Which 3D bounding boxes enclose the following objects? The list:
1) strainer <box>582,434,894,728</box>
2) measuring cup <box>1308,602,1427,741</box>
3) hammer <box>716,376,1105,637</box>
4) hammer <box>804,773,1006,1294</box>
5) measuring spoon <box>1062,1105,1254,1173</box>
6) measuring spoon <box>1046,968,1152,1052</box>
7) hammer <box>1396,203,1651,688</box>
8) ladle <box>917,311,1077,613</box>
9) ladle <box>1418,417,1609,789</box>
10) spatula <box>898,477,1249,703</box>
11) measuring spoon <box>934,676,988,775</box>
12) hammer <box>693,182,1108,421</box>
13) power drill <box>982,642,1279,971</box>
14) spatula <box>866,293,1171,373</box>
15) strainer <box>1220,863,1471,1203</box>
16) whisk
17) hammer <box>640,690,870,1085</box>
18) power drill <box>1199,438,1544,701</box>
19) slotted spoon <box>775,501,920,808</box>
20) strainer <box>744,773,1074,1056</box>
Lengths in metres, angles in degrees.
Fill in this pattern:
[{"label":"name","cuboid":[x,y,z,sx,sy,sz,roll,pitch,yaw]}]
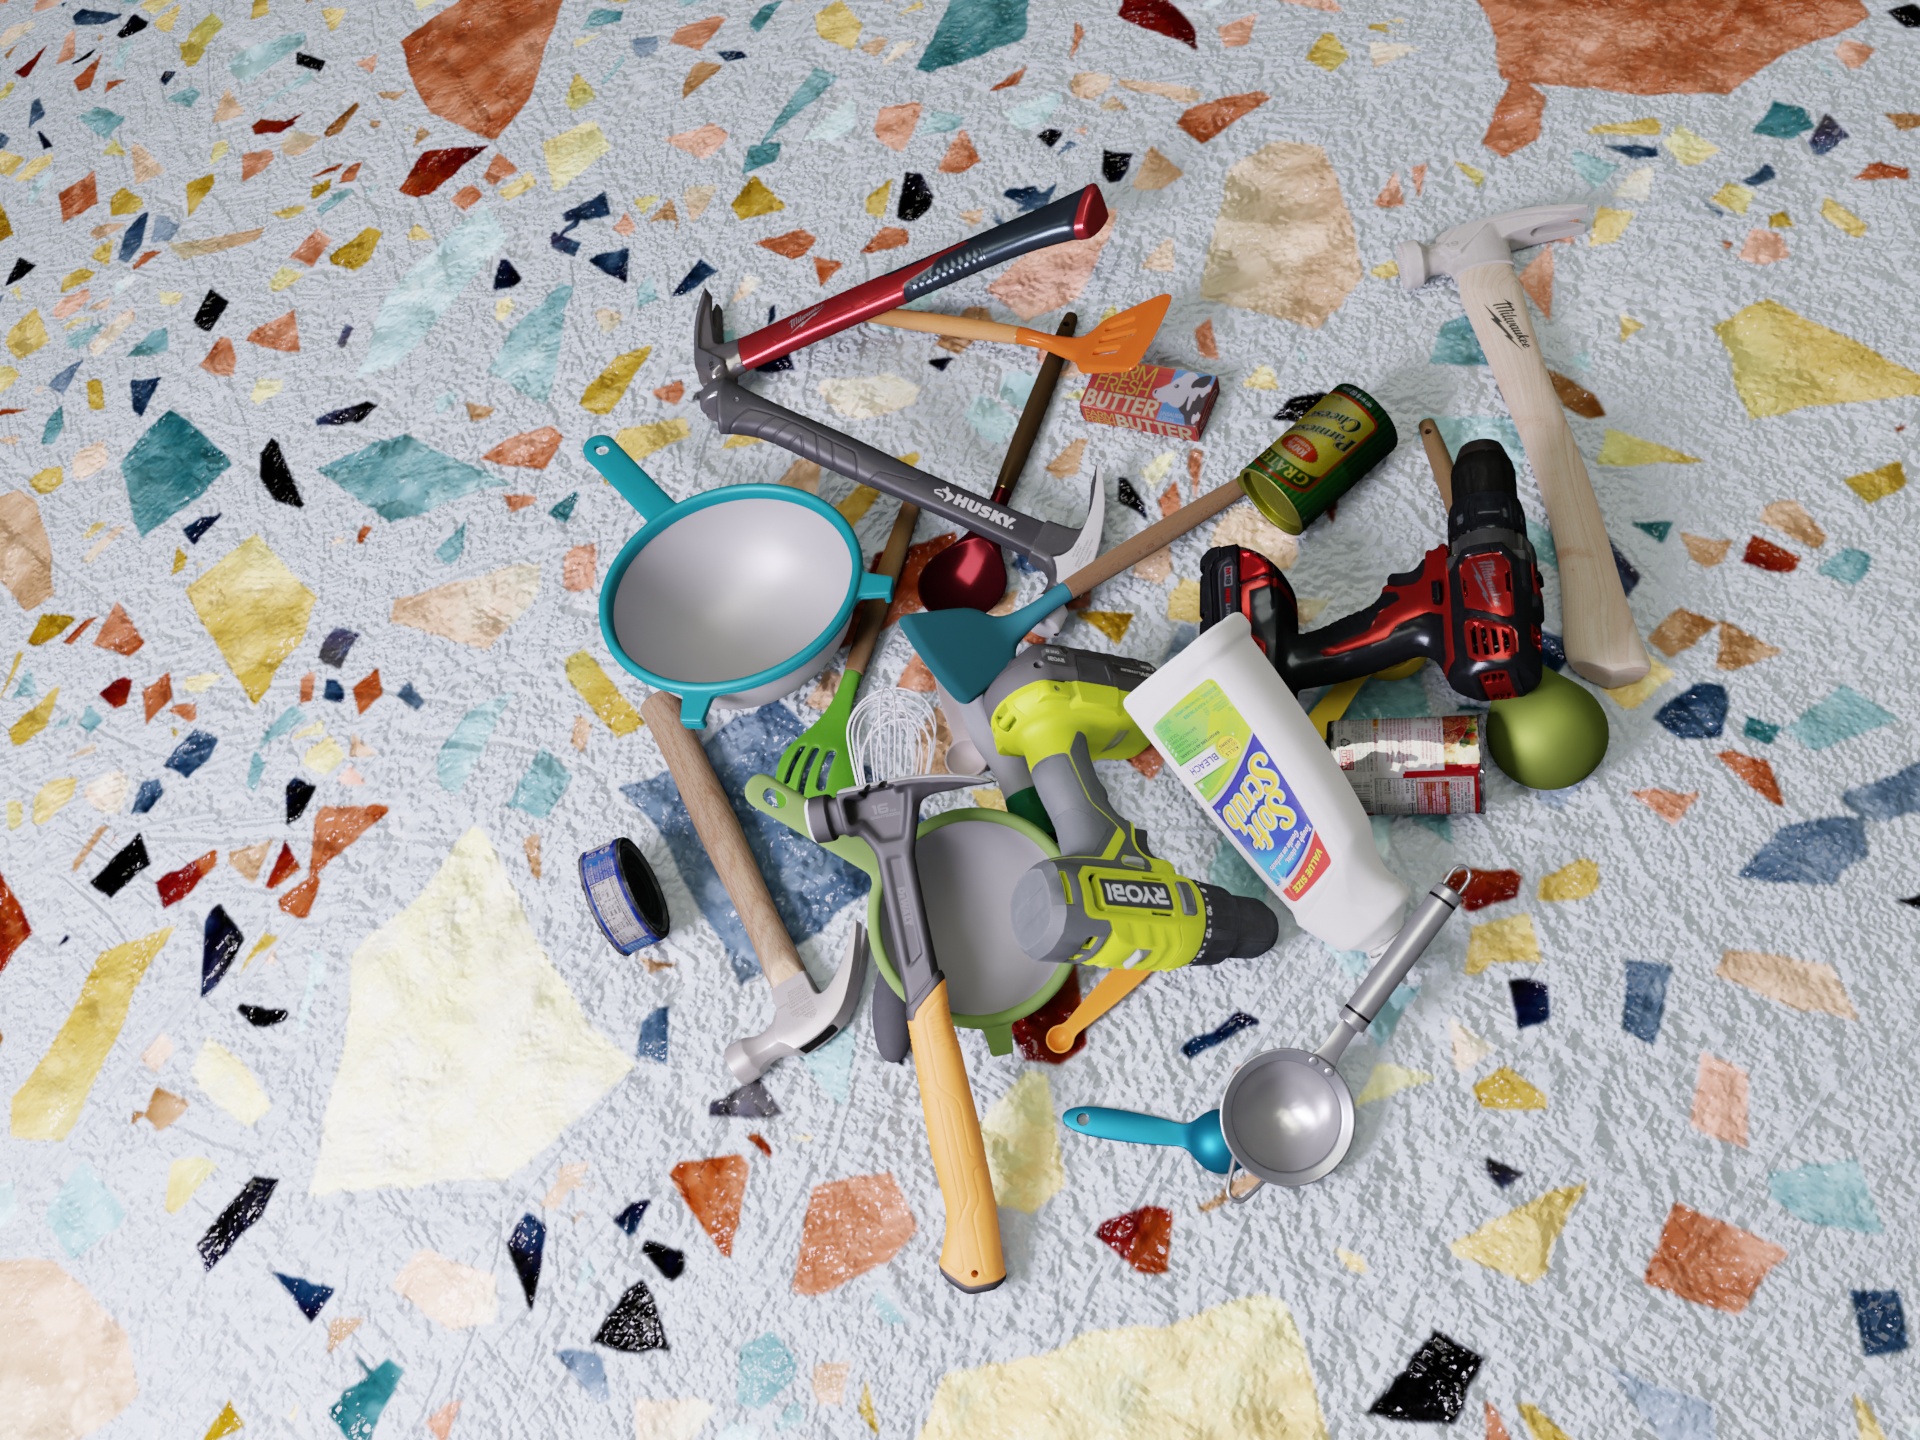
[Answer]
[{"label":"strainer","cuboid":[-0.210,-0.119,1.302,0.211,0.095,0.341,-36,55,-14]},{"label":"measuring cup","cuboid":[0.280,-0.016,1.143,0.062,0.029,0.156,38,93,37]},{"label":"hammer","cuboid":[-0.044,-0.194,1.259,0.335,0.035,0.146,25,68,6]},{"label":"hammer","cuboid":[-0.010,0.203,1.040,0.127,0.034,0.337,-12,87,10]},{"label":"measuring spoon","cuboid":[0.128,0.269,1.047,0.128,0.021,0.042,4,66,18]},{"label":"measuring spoon","cuboid":[0.105,0.189,1.103,0.117,0.011,0.021,-42,59,-9]},{"label":"hammer","cuboid":[0.443,-0.213,1.179,0.146,0.038,0.411,-12,63,10]},{"label":"ladle","cuboid":[0.042,-0.210,1.305,0.069,0.031,0.315,17,69,11]},{"label":"ladle","cuboid":[0.381,-0.093,1.141,0.078,0.062,0.320,-26,51,25]},{"label":"spatula","cuboid":[0.103,-0.113,1.195,0.317,0.044,0.082,-32,73,-15]},{"label":"measuring spoon","cuboid":[-0.002,-0.004,1.228,0.034,0.018,0.124,-17,54,5]},{"label":"hammer","cuboid":[-0.059,-0.386,1.384,0.386,0.038,0.143,-19,56,16]},{"label":"power drill","cuboid":[0.113,0.066,1.089,0.190,0.080,0.229,8,50,-27]},{"label":"spatula","cuboid":[0.027,-0.336,1.348,0.323,0.041,0.081,16,68,30]},{"label":"strainer","cuboid":[0.247,0.197,1.015,0.087,0.050,0.258,37,90,3]},{"label":"whisk","cuboid":[-0.052,0.107,1.166,0.070,0.070,0.285,-7,68,14]},{"label":"hammer","cuboid":[-0.172,0.105,1.215,0.130,0.031,0.332,-31,60,1]},{"label":"power drill","cuboid":[0.287,-0.095,1.110,0.227,0.080,0.188,-8,64,27]},{"label":"slotted spoon","cuboid":[-0.080,-0.061,1.271,0.070,0.031,0.314,8,66,23]},{"label":"strainer","cuboid":[-0.038,0.112,1.112,0.256,0.069,0.151,30,78,-1]}]
